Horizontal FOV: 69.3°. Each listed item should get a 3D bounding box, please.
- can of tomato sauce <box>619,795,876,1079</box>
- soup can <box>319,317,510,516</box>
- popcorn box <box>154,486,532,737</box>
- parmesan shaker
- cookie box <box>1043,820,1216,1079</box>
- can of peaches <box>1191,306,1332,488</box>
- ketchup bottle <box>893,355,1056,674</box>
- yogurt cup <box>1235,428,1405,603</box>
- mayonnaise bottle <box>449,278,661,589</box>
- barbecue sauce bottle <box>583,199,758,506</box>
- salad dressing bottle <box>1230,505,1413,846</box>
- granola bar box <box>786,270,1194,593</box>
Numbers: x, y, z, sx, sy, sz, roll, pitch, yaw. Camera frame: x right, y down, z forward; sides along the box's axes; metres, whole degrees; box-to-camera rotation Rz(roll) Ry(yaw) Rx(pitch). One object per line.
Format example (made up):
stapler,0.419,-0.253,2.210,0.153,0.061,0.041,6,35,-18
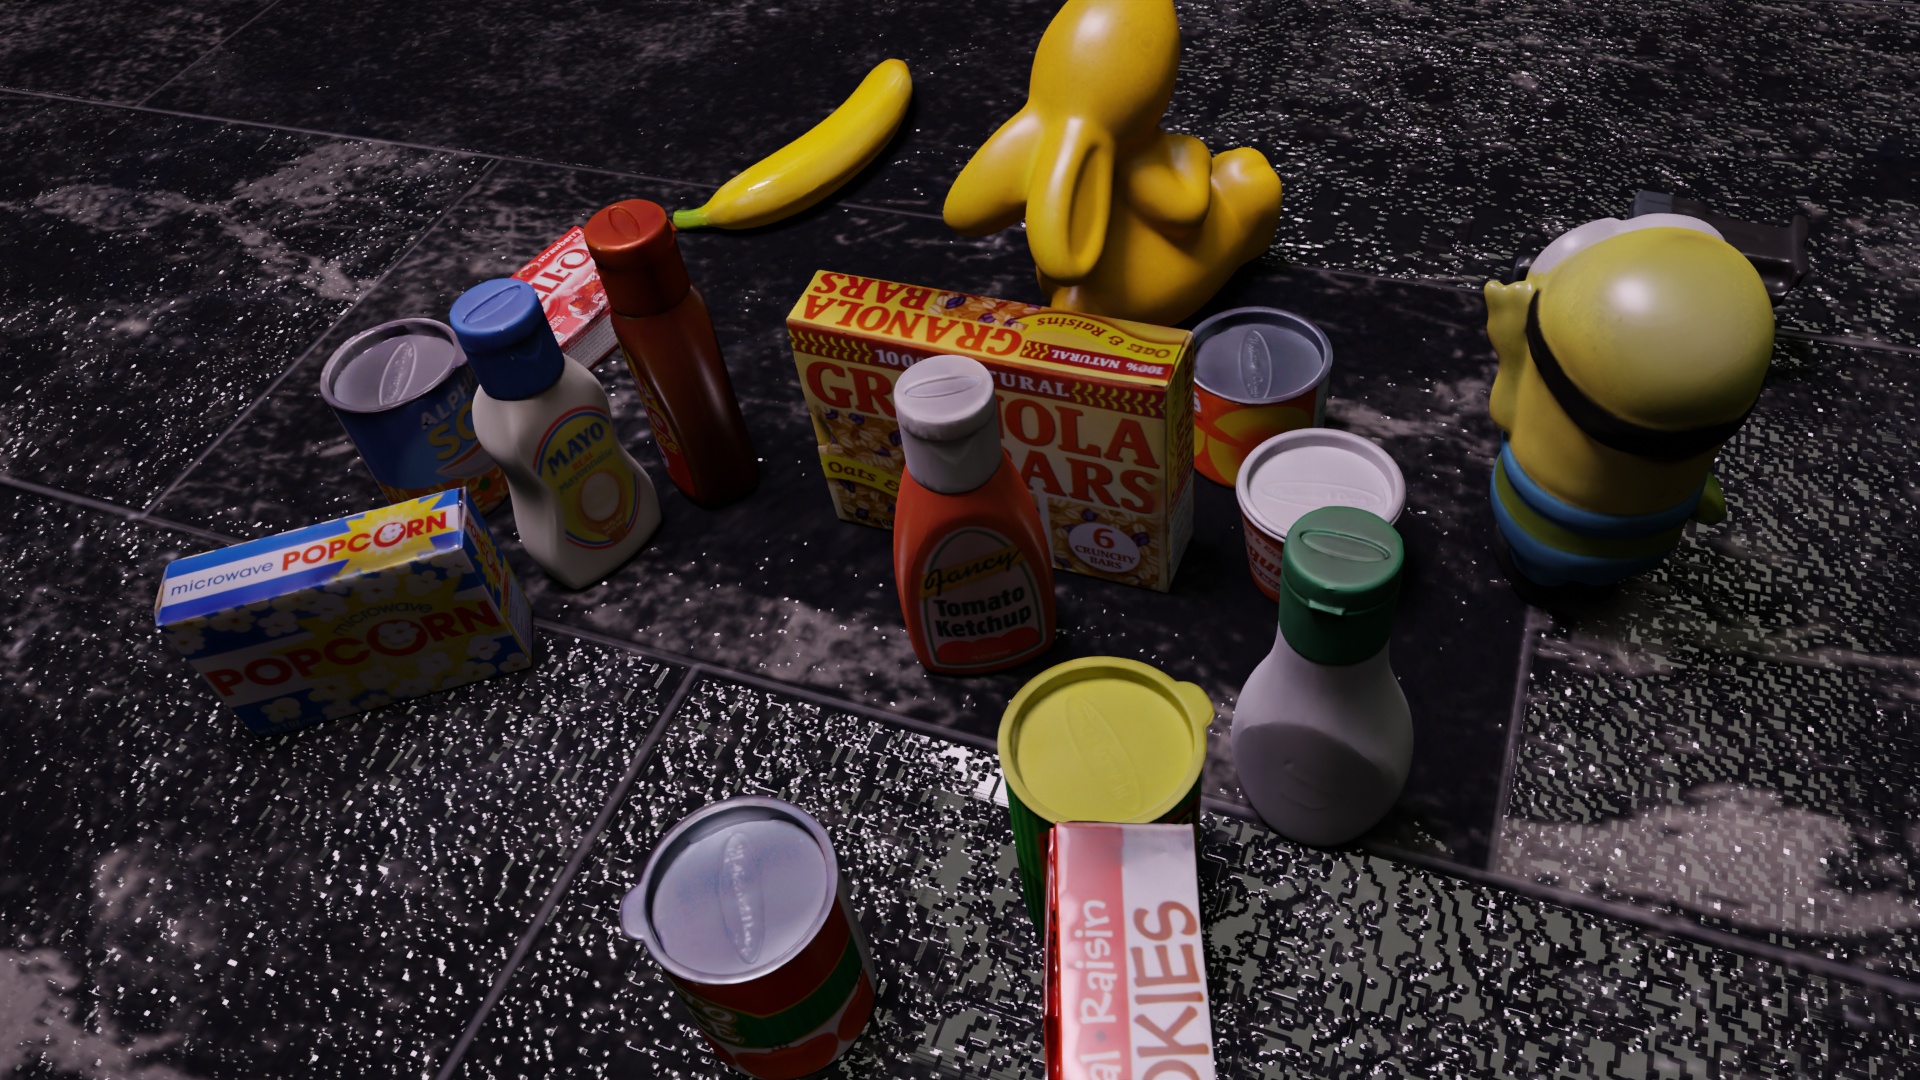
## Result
can of tomato sauce,-0.069,0.138,0.474,0.071,0.082,0.071,-4,48,5
soup can,-0.259,-0.056,0.678,0.071,0.083,0.072,-4,48,5
popcorn box,-0.260,0.032,0.598,0.127,0.084,0.038,-15,48,-5
parmesan shaker,0.053,0.096,0.480,0.071,0.102,0.072,-4,48,5
cookie box,0.047,0.170,0.370,0.040,0.166,0.123,-4,48,6
can of peaches,0.134,-0.065,0.644,0.071,0.057,0.071,-4,48,5
ketchup bottle,0.002,-0.007,0.550,0.065,0.148,0.044,-11,48,-1
yogurt cup,0.151,-0.006,0.590,0.072,0.053,0.073,-4,48,5
mayonnaise bottle,-0.181,-0.046,0.614,0.041,0.147,0.065,29,59,30
barbecue sauce bottle,-0.133,-0.086,0.643,0.044,0.147,0.065,-26,50,-14
salad dressing bottle,0.127,0.050,0.480,0.064,0.146,0.044,15,52,21
granola bar box,0.015,-0.046,0.600,0.165,0.123,0.039,13,52,19
